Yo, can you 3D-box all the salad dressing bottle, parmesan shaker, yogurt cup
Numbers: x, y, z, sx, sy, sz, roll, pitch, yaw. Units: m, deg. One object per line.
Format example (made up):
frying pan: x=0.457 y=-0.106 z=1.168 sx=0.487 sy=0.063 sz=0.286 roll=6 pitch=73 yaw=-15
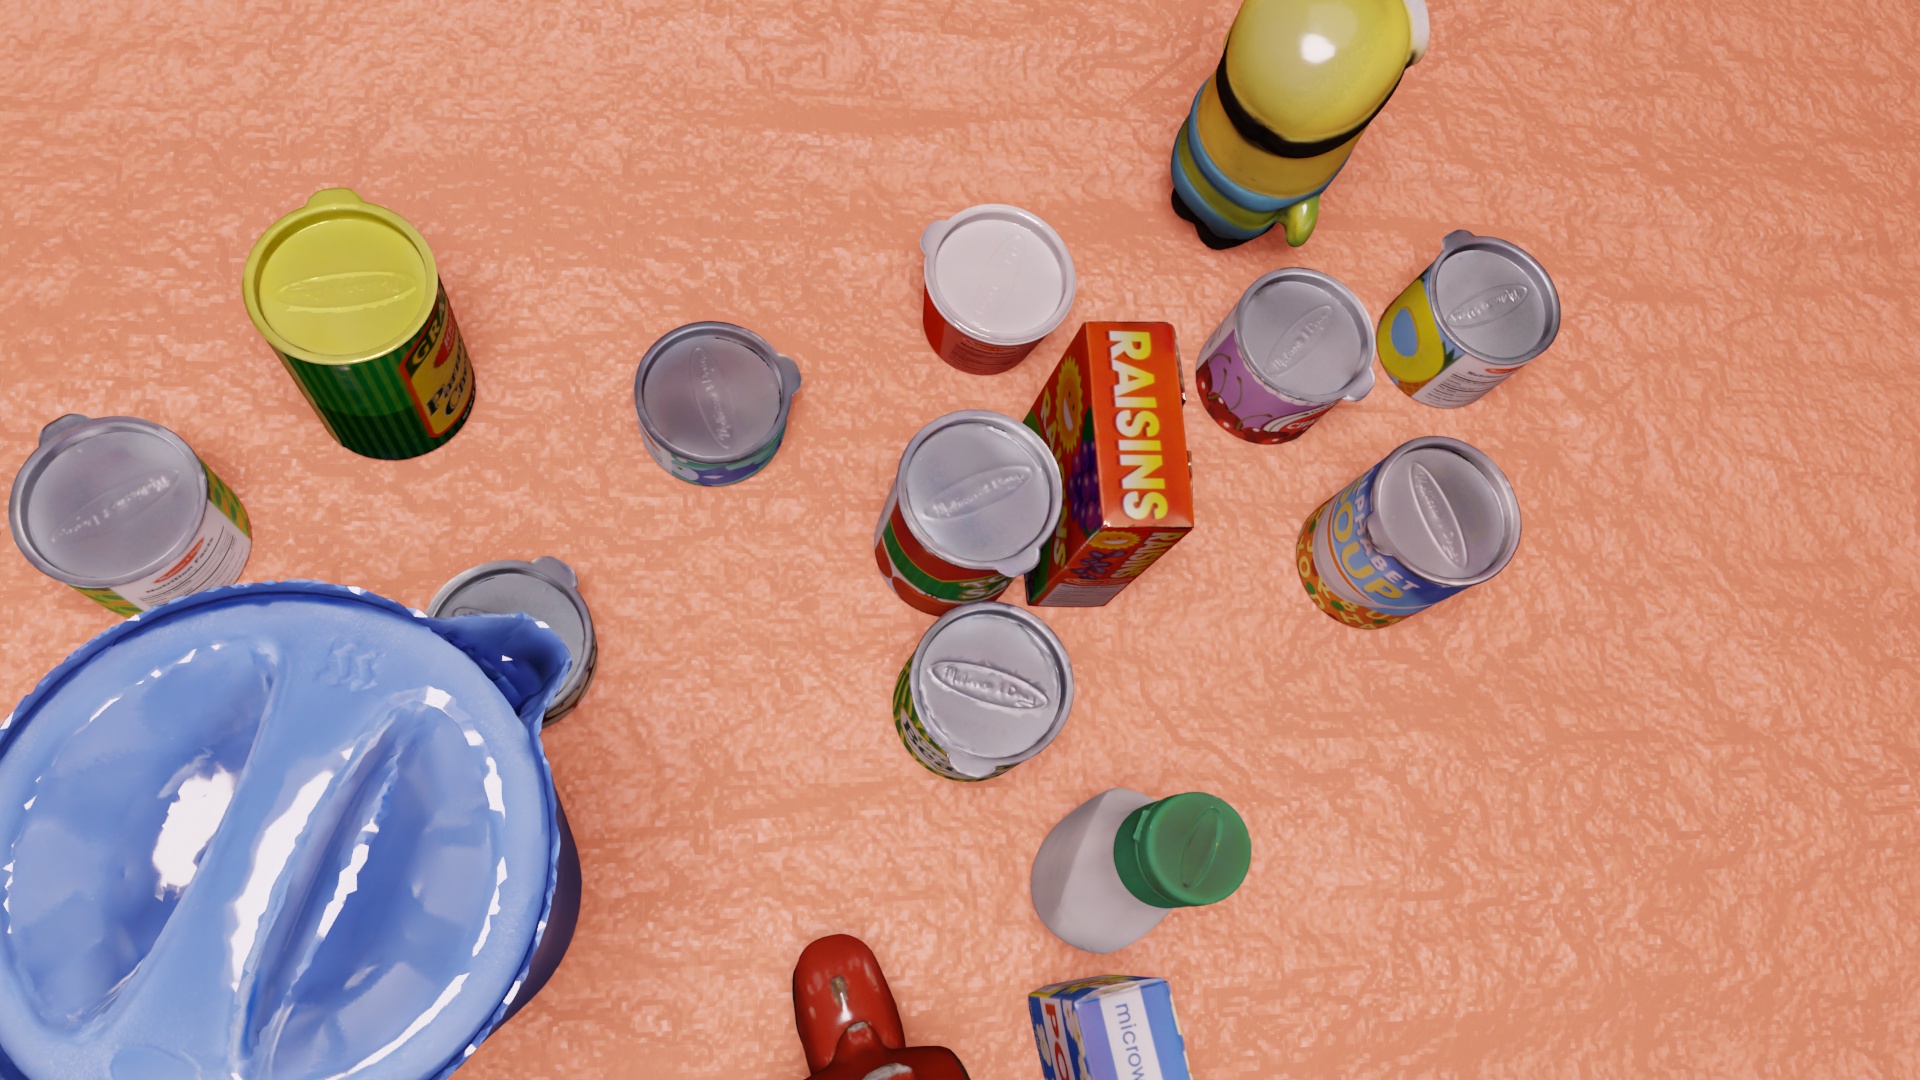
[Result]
salad dressing bottle: x=0.064 y=0.120 z=0.517 sx=0.044 sy=0.147 sz=0.064 roll=27 pitch=70 yaw=-2
parmesan shaker: x=-0.232 y=-0.082 z=0.549 sx=0.071 sy=0.102 sz=0.071 roll=3 pitch=73 yaw=-10
yogurt cup: x=0.014 y=-0.110 z=0.630 sx=0.072 sy=0.053 sz=0.072 roll=3 pitch=72 yaw=-10

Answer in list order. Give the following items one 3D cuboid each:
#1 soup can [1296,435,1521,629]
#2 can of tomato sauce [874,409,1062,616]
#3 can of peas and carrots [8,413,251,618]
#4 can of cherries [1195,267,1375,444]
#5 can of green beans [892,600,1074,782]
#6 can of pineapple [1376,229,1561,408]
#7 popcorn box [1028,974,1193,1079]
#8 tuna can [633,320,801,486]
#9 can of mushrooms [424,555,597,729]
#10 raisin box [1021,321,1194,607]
soup can: x=0.192 y=-0.001 z=0.613 sx=0.071 sy=0.083 sz=0.071 roll=3 pitch=72 yaw=-10
can of tomato sauce: x=0.002 y=-0.007 z=0.580 sx=0.071 sy=0.083 sz=0.071 roll=3 pitch=72 yaw=-10
can of peas and carrots: x=-0.317 y=-0.009 z=0.533 sx=0.071 sy=0.058 sz=0.071 roll=3 pitch=72 yaw=-10
can of cherries: x=0.151 y=-0.082 z=0.645 sx=0.071 sy=0.058 sz=0.071 roll=3 pitch=72 yaw=-10
can of green beans: x=0.008 y=0.064 z=0.572 sx=0.071 sy=0.057 sz=0.071 roll=3 pitch=72 yaw=-10
can of pineapple: x=0.243 y=-0.105 z=0.670 sx=0.071 sy=0.057 sz=0.071 roll=3 pitch=72 yaw=-10
popcorn box: x=0.064 y=0.228 z=0.516 sx=0.038 sy=0.085 sz=0.127 roll=-10 pitch=75 yaw=-13
tuna can: x=-0.105 y=-0.059 z=0.603 sx=0.071 sy=0.032 sz=0.071 roll=3 pitch=72 yaw=-10
can of mushrooms: x=-0.178 y=0.042 z=0.557 sx=0.071 sy=0.033 sz=0.071 roll=3 pitch=72 yaw=-10
raisin box: x=0.057 y=-0.027 z=0.575 sx=0.040 sy=0.123 sz=0.086 roll=1 pitch=73 yaw=-10
